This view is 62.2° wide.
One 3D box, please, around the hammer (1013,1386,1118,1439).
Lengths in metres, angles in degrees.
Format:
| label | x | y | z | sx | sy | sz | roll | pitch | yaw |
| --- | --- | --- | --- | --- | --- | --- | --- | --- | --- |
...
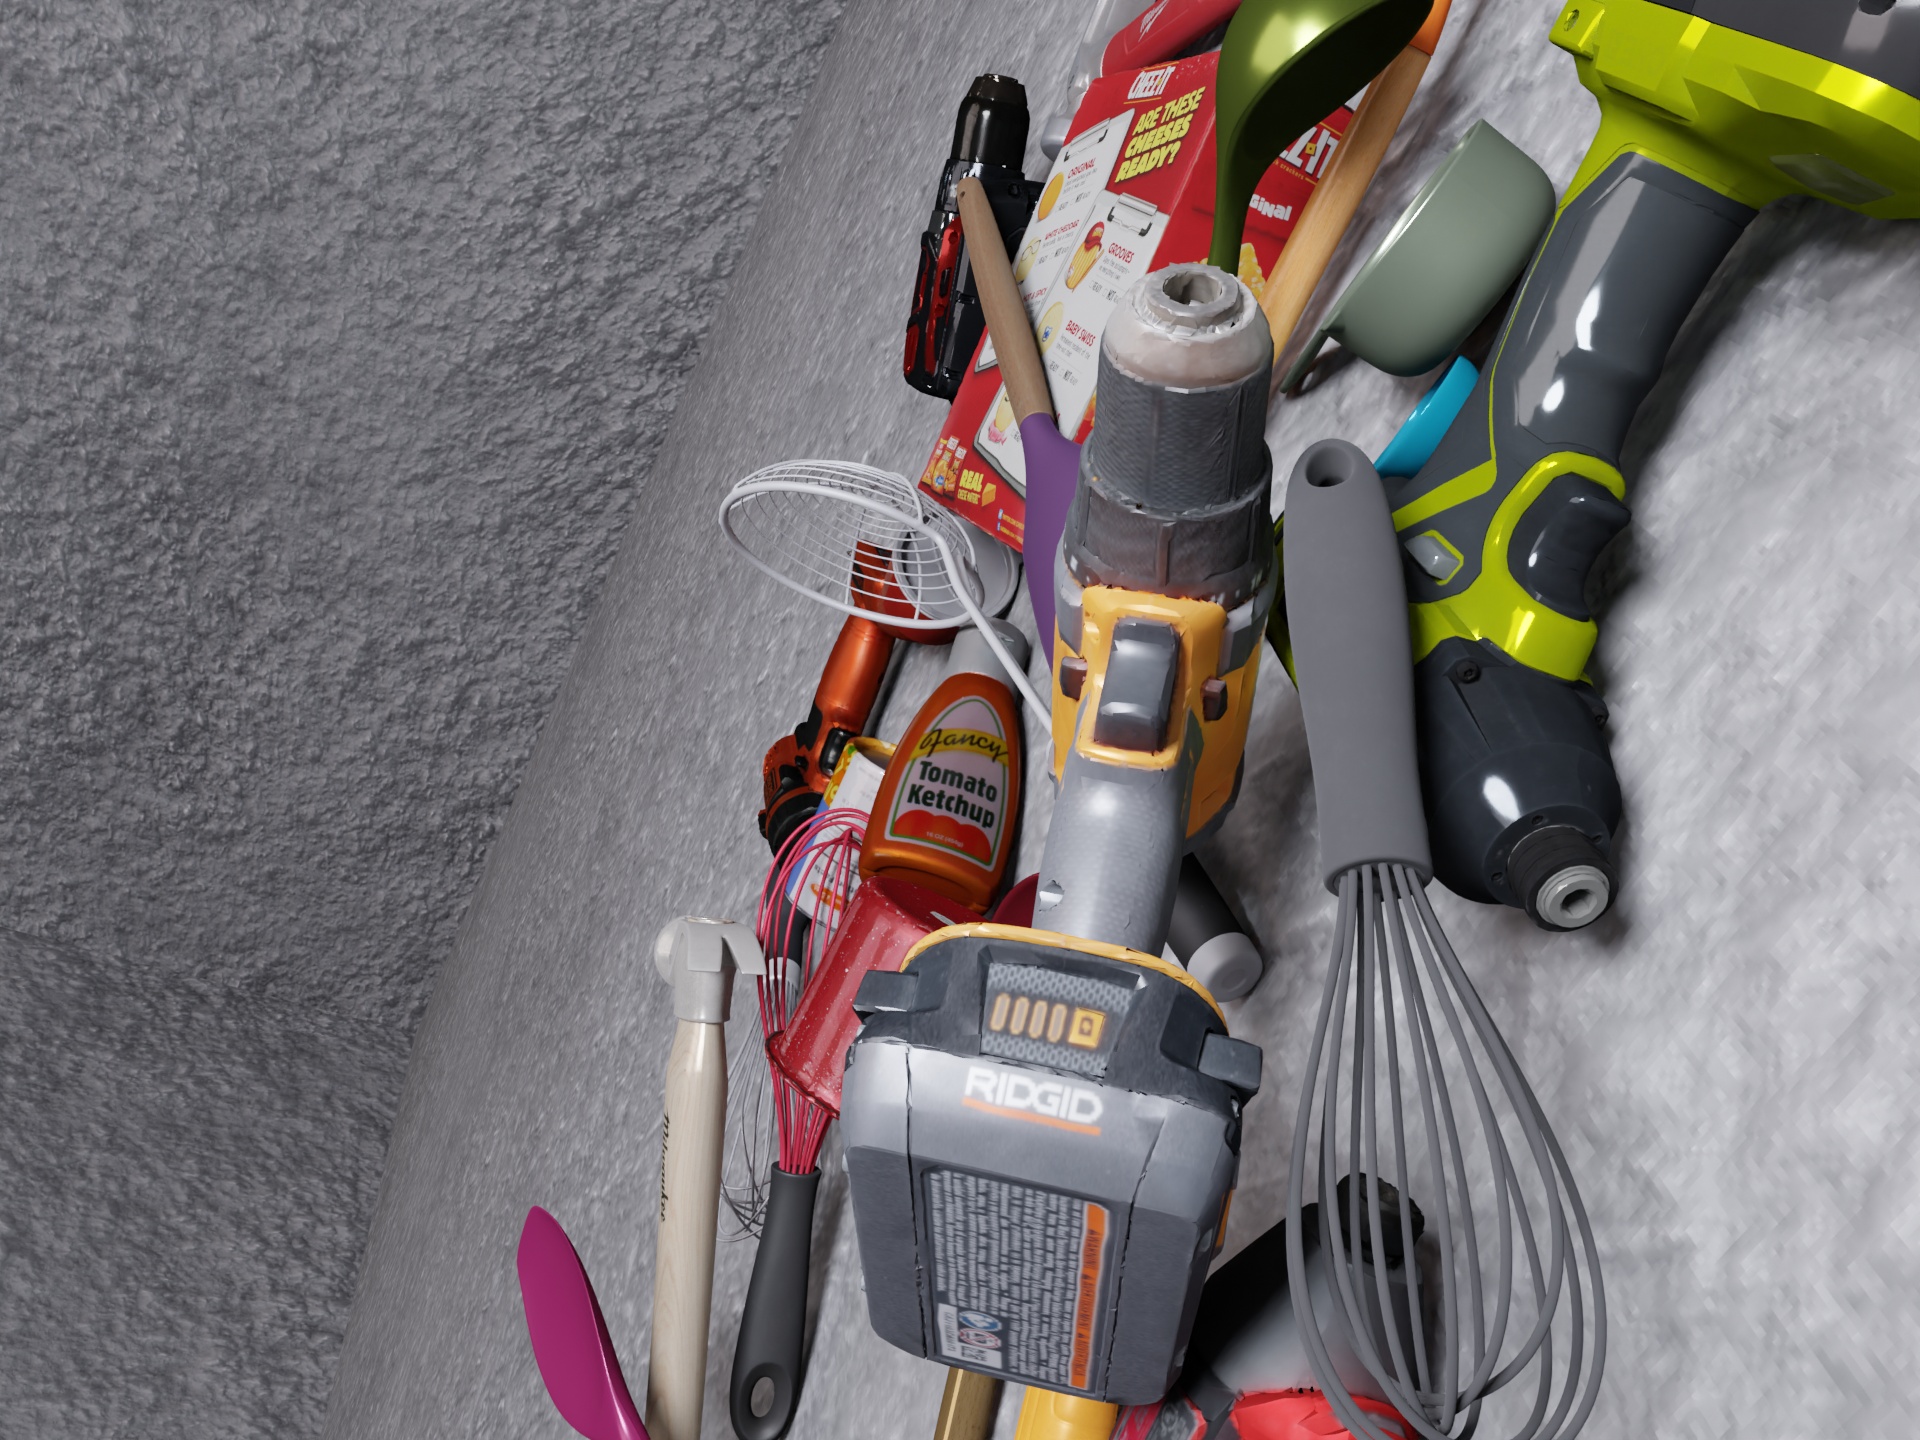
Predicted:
| label | x | y | z | sx | sy | sz | roll | pitch | yaw |
| --- | --- | --- | --- | --- | --- | --- | --- | --- | --- |
| hammer | 0.013 | 0.296 | 0.461 | 0.127 | 0.034 | 0.337 | -24 | 49 | 65 |

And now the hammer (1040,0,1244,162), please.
| label | x | y | z | sx | sy | sz | roll | pitch | yaw |
| --- | --- | --- | --- | --- | --- | --- | --- | --- | --- |
| hammer | 0.143 | -0.374 | 0.764 | 0.143 | 0.038 | 0.386 | -69 | 19 | -1 |

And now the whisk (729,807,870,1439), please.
| label | x | y | z | sx | sy | sz | roll | pitch | yaw |
| --- | --- | --- | --- | --- | --- | --- | --- | --- | --- |
| whisk | -0.072 | 0.187 | 0.730 | 0.073 | 0.073 | 0.296 | -173 | 91 | -70 |

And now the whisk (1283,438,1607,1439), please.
| label | x | y | z | sx | sy | sz | roll | pitch | yaw |
| --- | --- | --- | --- | --- | --- | --- | --- | --- | --- |
| whisk | 0.091 | 0.031 | 0.336 | 0.055 | 0.055 | 0.239 | -46 | 35 | 49 |

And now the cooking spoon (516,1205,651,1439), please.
| label | x | y | z | sx | sy | sz | roll | pitch | yaw |
| --- | --- | --- | --- | --- | --- | --- | --- | --- | --- |
| cooking spoon | -0.110 | 0.310 | 0.609 | 0.319 | 0.017 | 0.068 | 43 | 122 | 43 |

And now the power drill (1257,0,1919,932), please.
| label | x | y | z | sx | sy | sz | roll | pitch | yaw |
| --- | --- | --- | --- | --- | --- | --- | --- | --- | --- |
| power drill | 0.157 | -0.072 | 0.378 | 0.171 | 0.080 | 0.223 | -102 | 33 | -58 |

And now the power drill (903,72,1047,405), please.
| label | x | y | z | sx | sy | sz | roll | pitch | yaw |
| --- | --- | --- | --- | --- | --- | --- | --- | --- | --- |
| power drill | 0.021 | -0.262 | 0.881 | 0.227 | 0.080 | 0.187 | -117 | 36 | -68 |

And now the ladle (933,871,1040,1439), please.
| label | x | y | z | sx | sy | sz | roll | pitch | yaw |
| --- | --- | --- | --- | --- | --- | --- | --- | --- | --- |
| ladle | 0.010 | 0.210 | 0.563 | 0.069 | 0.031 | 0.315 | 3 | 75 | 43 |

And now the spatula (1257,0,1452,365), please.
| label | x | y | z | sx | sy | sz | roll | pitch | yaw |
| --- | --- | --- | --- | --- | --- | --- | --- | --- | --- |
| spatula | 0.160 | -0.216 | 0.577 | 0.081 | 0.041 | 0.322 | -104 | 36 | -59 |

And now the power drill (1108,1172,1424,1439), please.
| label | x | y | z | sx | sy | sz | roll | pitch | yaw |
| --- | --- | --- | --- | --- | --- | --- | --- | --- | --- |
| power drill | 0.087 | 0.195 | 0.306 | 0.143 | 0.078 | 0.220 | -66 | 17 | 10 |

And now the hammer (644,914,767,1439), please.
| label | x | y | z | sx | sy | sz | roll | pitch | yaw |
| --- | --- | --- | --- | --- | --- | --- | --- | --- | --- |
| hammer | -0.123 | 0.292 | 0.686 | 0.146 | 0.038 | 0.411 | 163 | 111 | -74 |

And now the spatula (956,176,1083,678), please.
| label | x | y | z | sx | sy | sz | roll | pitch | yaw |
| --- | --- | --- | --- | --- | --- | --- | --- | --- | --- |
| spatula | 0.028 | -0.138 | 0.652 | 0.059 | 0.018 | 0.316 | -47 | 38 | 33 |

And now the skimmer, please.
| label | x | y | z | sx | sy | sz | roll | pitch | yaw |
| --- | --- | --- | --- | --- | --- | --- | --- | --- | --- |
| skimmer | -0.001 | -0.002 | 0.636 | 0.090 | 0.127 | 0.364 | -44 | 42 | 11 |

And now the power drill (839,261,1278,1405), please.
| label | x | y | z | sx | sy | sz | roll | pitch | yaw |
| --- | --- | --- | --- | --- | --- | --- | --- | --- | --- |
| power drill | 0.038 | 0.019 | 0.383 | 0.185 | 0.084 | 0.226 | 89 | -165 | -48 |

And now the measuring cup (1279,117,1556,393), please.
| label | x | y | z | sx | sy | sz | roll | pitch | yaw |
| --- | --- | --- | --- | --- | --- | --- | --- | --- | --- |
| measuring cup | 0.145 | -0.134 | 0.533 | 0.083 | 0.038 | 0.167 | -54 | -2 | -10 |

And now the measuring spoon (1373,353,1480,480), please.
| label | x | y | z | sx | sy | sz | roll | pitch | yaw |
| --- | --- | --- | --- | --- | --- | --- | --- | --- | --- |
| measuring spoon | 0.134 | -0.064 | 0.520 | 0.042 | 0.021 | 0.128 | -51 | -6 | -41 |

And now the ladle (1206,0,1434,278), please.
| label | x | y | z | sx | sy | sz | roll | pitch | yaw |
| --- | --- | --- | --- | --- | --- | --- | --- | --- | --- |
| ladle | 0.095 | -0.109 | 0.577 | 0.078 | 0.062 | 0.320 | -25 | -48 | -56 |

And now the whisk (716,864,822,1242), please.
| label | x | y | z | sx | sy | sz | roll | pitch | yaw |
| --- | --- | --- | --- | --- | --- | --- | --- | --- | --- |
| whisk | -0.103 | 0.166 | 0.874 | 0.070 | 0.070 | 0.285 | -59 | 17 | 29 |
